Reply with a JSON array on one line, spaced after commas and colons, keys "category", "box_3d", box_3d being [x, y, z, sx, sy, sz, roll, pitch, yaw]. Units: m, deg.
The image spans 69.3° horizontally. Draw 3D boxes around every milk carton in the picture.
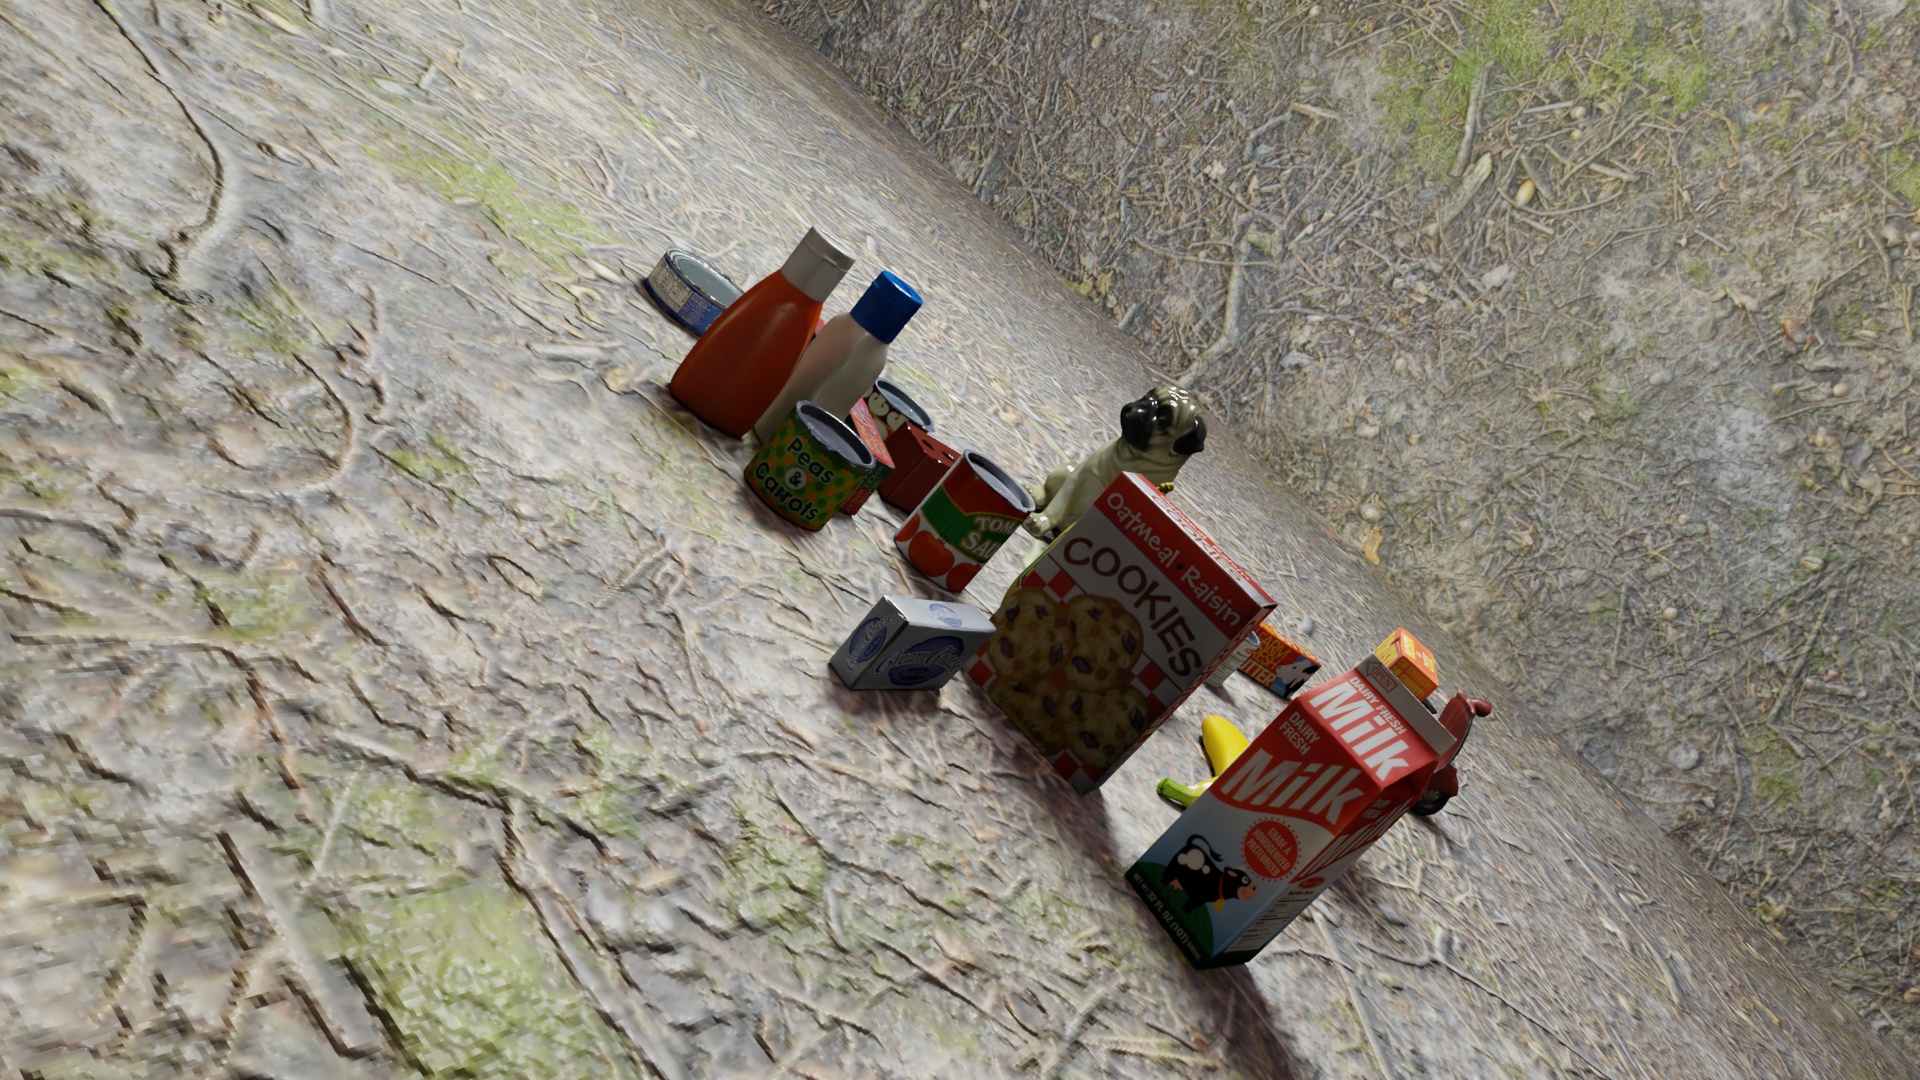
[{"category": "milk carton", "box_3d": [0.193, 0.155, 0.799, 0.073, 0.190, 0.072, 19, 27, -53]}]

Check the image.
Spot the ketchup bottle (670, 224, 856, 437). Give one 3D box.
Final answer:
[{"category": "ketchup bottle", "box_3d": [-0.128, -0.142, 0.928, 0.064, 0.148, 0.044, 33, 17, -26]}]

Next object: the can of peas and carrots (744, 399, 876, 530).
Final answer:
[{"category": "can of peas and carrots", "box_3d": [-0.099, -0.048, 0.909, 0.071, 0.058, 0.071, 37, 16, -13]}]

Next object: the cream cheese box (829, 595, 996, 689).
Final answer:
[{"category": "cream cheese box", "box_3d": [-0.026, 0.060, 0.800, 0.024, 0.053, 0.104, 48, 18, 25]}]

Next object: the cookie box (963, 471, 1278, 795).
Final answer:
[{"category": "cookie box", "box_3d": [0.096, 0.058, 0.878, 0.123, 0.167, 0.040, 46, 16, 18]}]

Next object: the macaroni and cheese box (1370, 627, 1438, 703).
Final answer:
[{"category": "macaroni and cheese box", "box_3d": [0.312, 0.149, 1.128, 0.040, 0.166, 0.124, 43, 16, 7]}]

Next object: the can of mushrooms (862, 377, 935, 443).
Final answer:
[{"category": "can of mushrooms", "box_3d": [-0.056, -0.106, 1.204, 0.071, 0.033, 0.071, 37, 16, -13]}]

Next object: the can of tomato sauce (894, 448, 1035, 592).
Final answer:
[{"category": "can of tomato sauce", "box_3d": [0.004, -0.013, 1.005, 0.071, 0.083, 0.071, 37, 16, -13]}]

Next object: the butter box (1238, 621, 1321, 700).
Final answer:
[{"category": "butter box", "box_3d": [0.317, 0.120, 1.421, 0.103, 0.053, 0.024, 31, 18, -30]}]

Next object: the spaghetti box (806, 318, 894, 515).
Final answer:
[{"category": "spaghetti box", "box_3d": [-0.103, -0.104, 1.064, 0.028, 0.050, 0.251, 31, 19, -32]}]

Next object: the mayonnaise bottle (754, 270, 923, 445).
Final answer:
[{"category": "mayonnaise bottle", "box_3d": [-0.085, -0.120, 0.970, 0.041, 0.147, 0.065, 27, 21, -41]}]

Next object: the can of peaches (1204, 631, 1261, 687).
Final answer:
[{"category": "can of peaches", "box_3d": [0.235, 0.093, 1.297, 0.071, 0.058, 0.071, 37, 16, -13]}]

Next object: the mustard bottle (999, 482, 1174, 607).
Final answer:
[{"category": "mustard bottle", "box_3d": [0.096, 0.013, 1.006, 0.049, 0.160, 0.065, 29, 20, -37]}]
